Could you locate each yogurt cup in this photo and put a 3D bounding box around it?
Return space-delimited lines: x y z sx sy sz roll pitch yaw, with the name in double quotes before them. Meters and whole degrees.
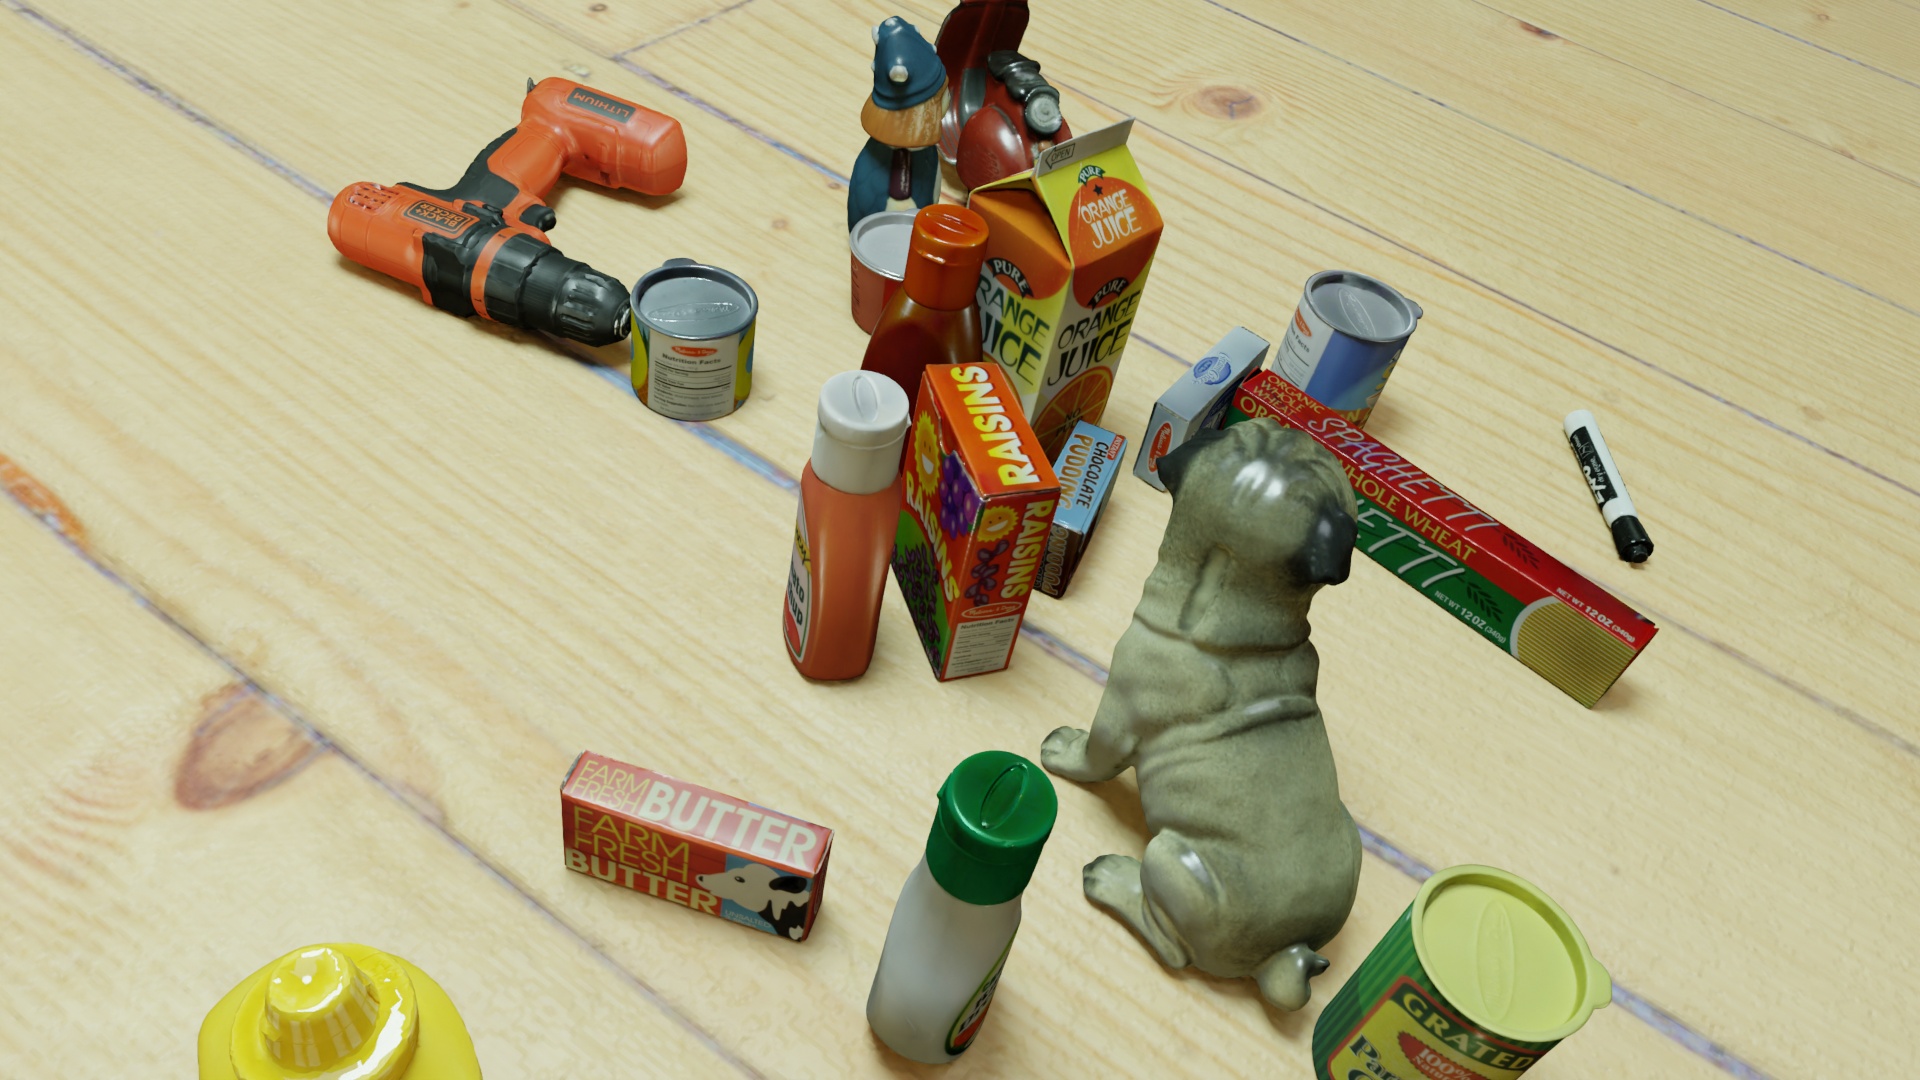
"yogurt cup" -0.035 -0.154 0.822 0.072 0.053 0.073 7 45 -7

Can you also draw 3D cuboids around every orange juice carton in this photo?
"orange juice carton" 0.044 -0.125 0.714 0.072 0.191 0.073 -30 60 -35

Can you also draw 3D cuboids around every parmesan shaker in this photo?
"parmesan shaker" 0.182 0.177 0.515 0.071 0.102 0.072 7 45 -7

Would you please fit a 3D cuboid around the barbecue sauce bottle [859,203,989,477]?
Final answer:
"barbecue sauce bottle" -0.017 -0.098 0.704 0.065 0.147 0.044 24 45 10

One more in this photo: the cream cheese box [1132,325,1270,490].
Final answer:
"cream cheese box" 0.137 -0.076 0.788 0.024 0.053 0.104 32 47 18

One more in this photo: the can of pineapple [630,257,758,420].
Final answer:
"can of pineapple" -0.143 -0.108 0.746 0.071 0.057 0.071 7 45 -7

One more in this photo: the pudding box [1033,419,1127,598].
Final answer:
"pudding box" 0.057 -0.017 0.713 0.030 0.049 0.084 22 45 8

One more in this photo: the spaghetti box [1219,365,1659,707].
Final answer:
"spaghetti box" 0.246 -0.007 0.749 0.250 0.049 0.029 39 50 23

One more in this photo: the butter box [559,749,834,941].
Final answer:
"butter box" -0.103 0.119 0.537 0.103 0.052 0.024 17 45 3

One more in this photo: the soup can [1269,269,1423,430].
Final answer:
"soup can" 0.223 -0.106 0.817 0.071 0.083 0.072 7 45 -7

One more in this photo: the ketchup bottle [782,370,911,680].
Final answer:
"ketchup bottle" -0.050 -0.007 0.606 0.043 0.148 0.065 -1 47 -15

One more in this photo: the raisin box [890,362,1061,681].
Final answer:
"raisin box" 0.002 -0.008 0.638 0.040 0.122 0.086 -6 48 -20

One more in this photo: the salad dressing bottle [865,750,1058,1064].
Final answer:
"salad dressing bottle" 0.000 0.130 0.485 0.044 0.146 0.064 26 46 12
